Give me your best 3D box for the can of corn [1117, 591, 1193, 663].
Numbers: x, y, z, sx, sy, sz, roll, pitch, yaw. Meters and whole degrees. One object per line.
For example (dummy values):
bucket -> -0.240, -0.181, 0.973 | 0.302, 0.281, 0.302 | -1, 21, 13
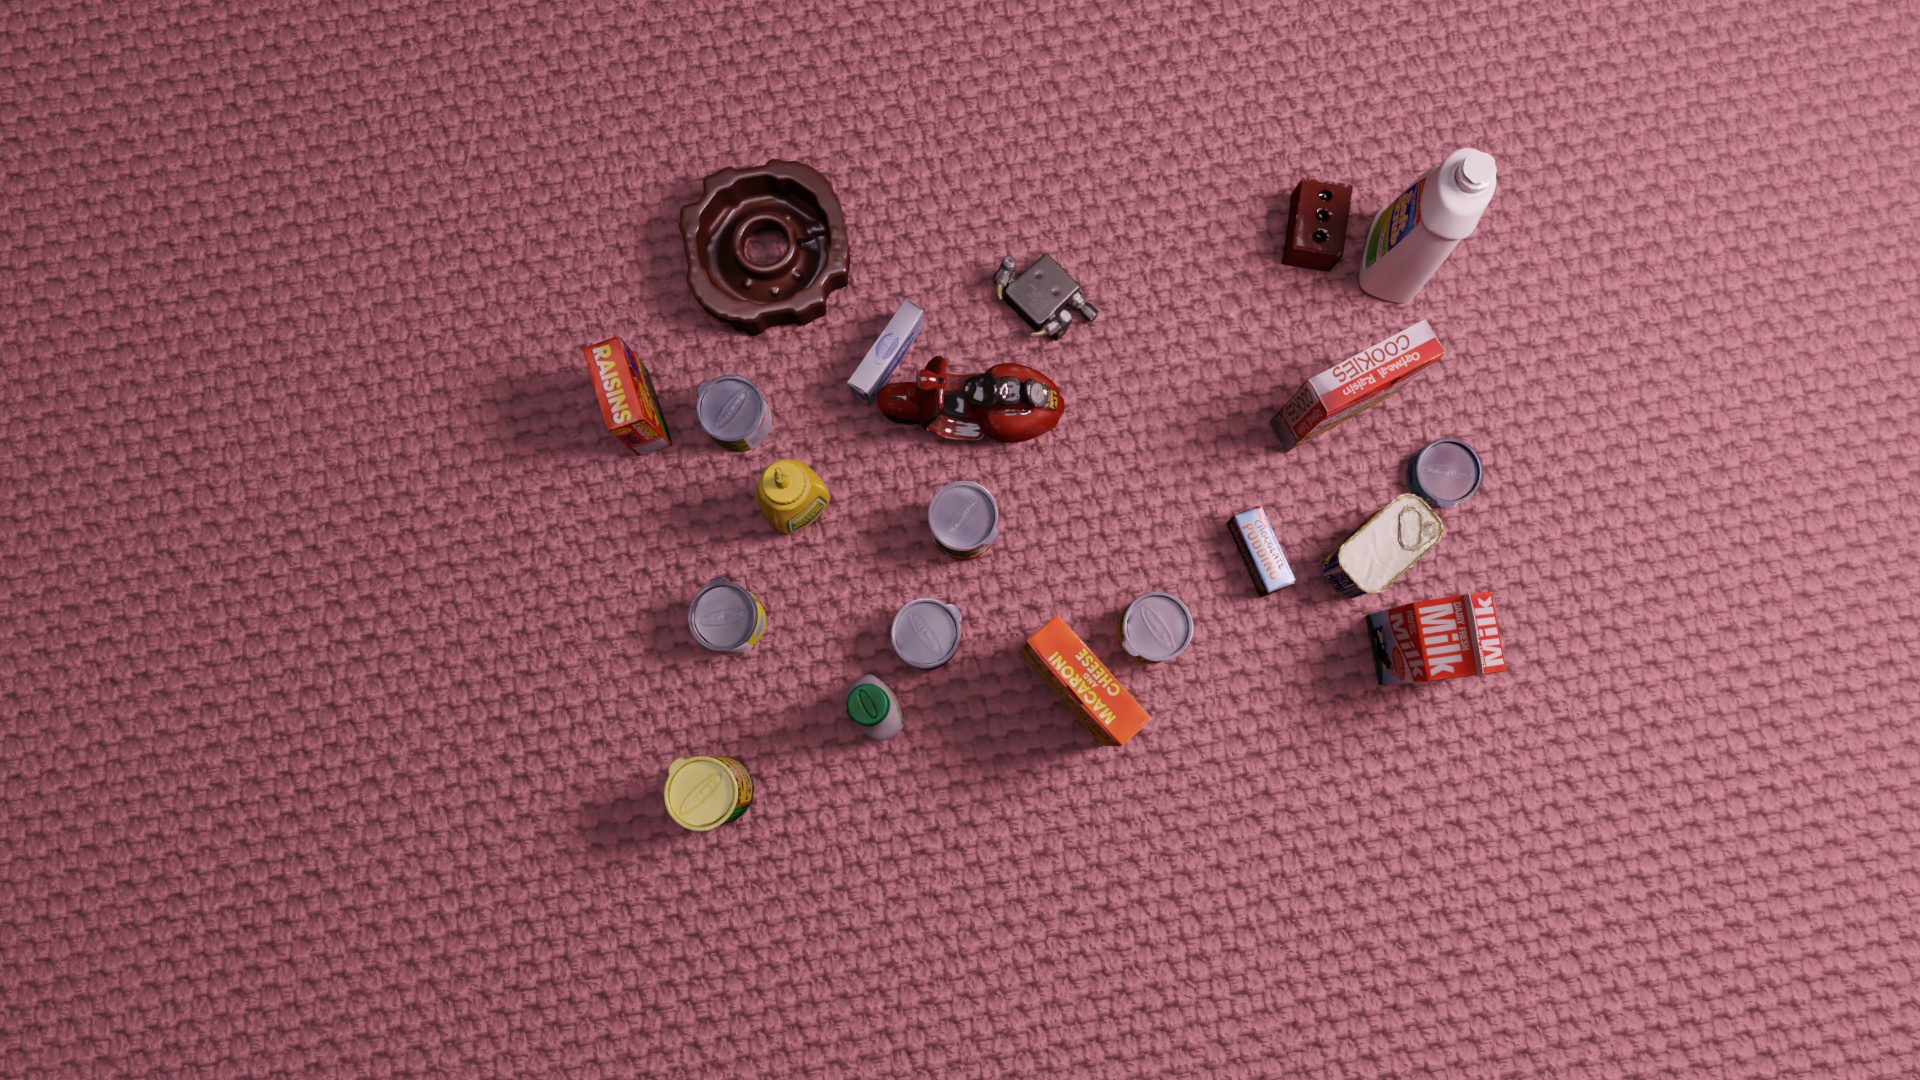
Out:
can of corn -> 0.184, 0.086, 1.333 | 0.071, 0.058, 0.071 | 0, 82, 0

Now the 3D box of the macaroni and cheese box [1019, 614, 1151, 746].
macaroni and cheese box -> 0.110, 0.132, 1.272 | 0.040, 0.166, 0.124 | -42, 84, -5

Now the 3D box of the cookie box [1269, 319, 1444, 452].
cookie box -> 0.370, -0.142, 1.311 | 0.123, 0.167, 0.040 | -28, 83, -3

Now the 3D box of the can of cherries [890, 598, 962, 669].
can of cherries -> -0.030, 0.090, 1.334 | 0.071, 0.058, 0.071 | 0, 82, 0

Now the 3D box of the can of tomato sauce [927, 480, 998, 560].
can of tomato sauce -> 0.005, -0.017, 1.337 | 0.071, 0.083, 0.071 | 0, 82, 0

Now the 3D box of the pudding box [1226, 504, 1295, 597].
pudding box -> 0.291, 0.011, 1.348 | 0.030, 0.049, 0.084 | -22, 82, -3

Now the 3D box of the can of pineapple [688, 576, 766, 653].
can of pineapple -> -0.223, 0.073, 1.337 | 0.071, 0.058, 0.071 | 0, 82, 0

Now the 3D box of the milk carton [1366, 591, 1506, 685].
milk carton -> 0.436, 0.090, 1.264 | 0.073, 0.190, 0.072 | -8, 82, -1

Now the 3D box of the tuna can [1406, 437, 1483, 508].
tuna can -> 0.476, -0.063, 1.367 | 0.071, 0.033, 0.071 | 0, 82, 0

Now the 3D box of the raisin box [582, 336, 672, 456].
raisin box -> -0.319, -0.136, 1.337 | 0.040, 0.123, 0.086 | -18, 82, -2

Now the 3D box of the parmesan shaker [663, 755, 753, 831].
parmesan shaker -> -0.233, 0.231, 1.291 | 0.071, 0.103, 0.071 | 0, 82, 0

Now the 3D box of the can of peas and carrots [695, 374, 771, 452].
can of peas and carrots -> -0.224, -0.125, 1.367 | 0.071, 0.058, 0.071 | 0, 82, 0

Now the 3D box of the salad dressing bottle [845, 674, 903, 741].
salad dressing bottle -> -0.080, 0.153, 1.279 | 0.044, 0.147, 0.064 | -29, 83, -3

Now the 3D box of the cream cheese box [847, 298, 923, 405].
cream cheese box -> -0.073, -0.186, 1.378 | 0.024, 0.053, 0.104 | 33, 83, 5

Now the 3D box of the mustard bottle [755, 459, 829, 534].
mustard bottle -> -0.161, -0.045, 1.303 | 0.065, 0.160, 0.049 | -40, 84, -5
